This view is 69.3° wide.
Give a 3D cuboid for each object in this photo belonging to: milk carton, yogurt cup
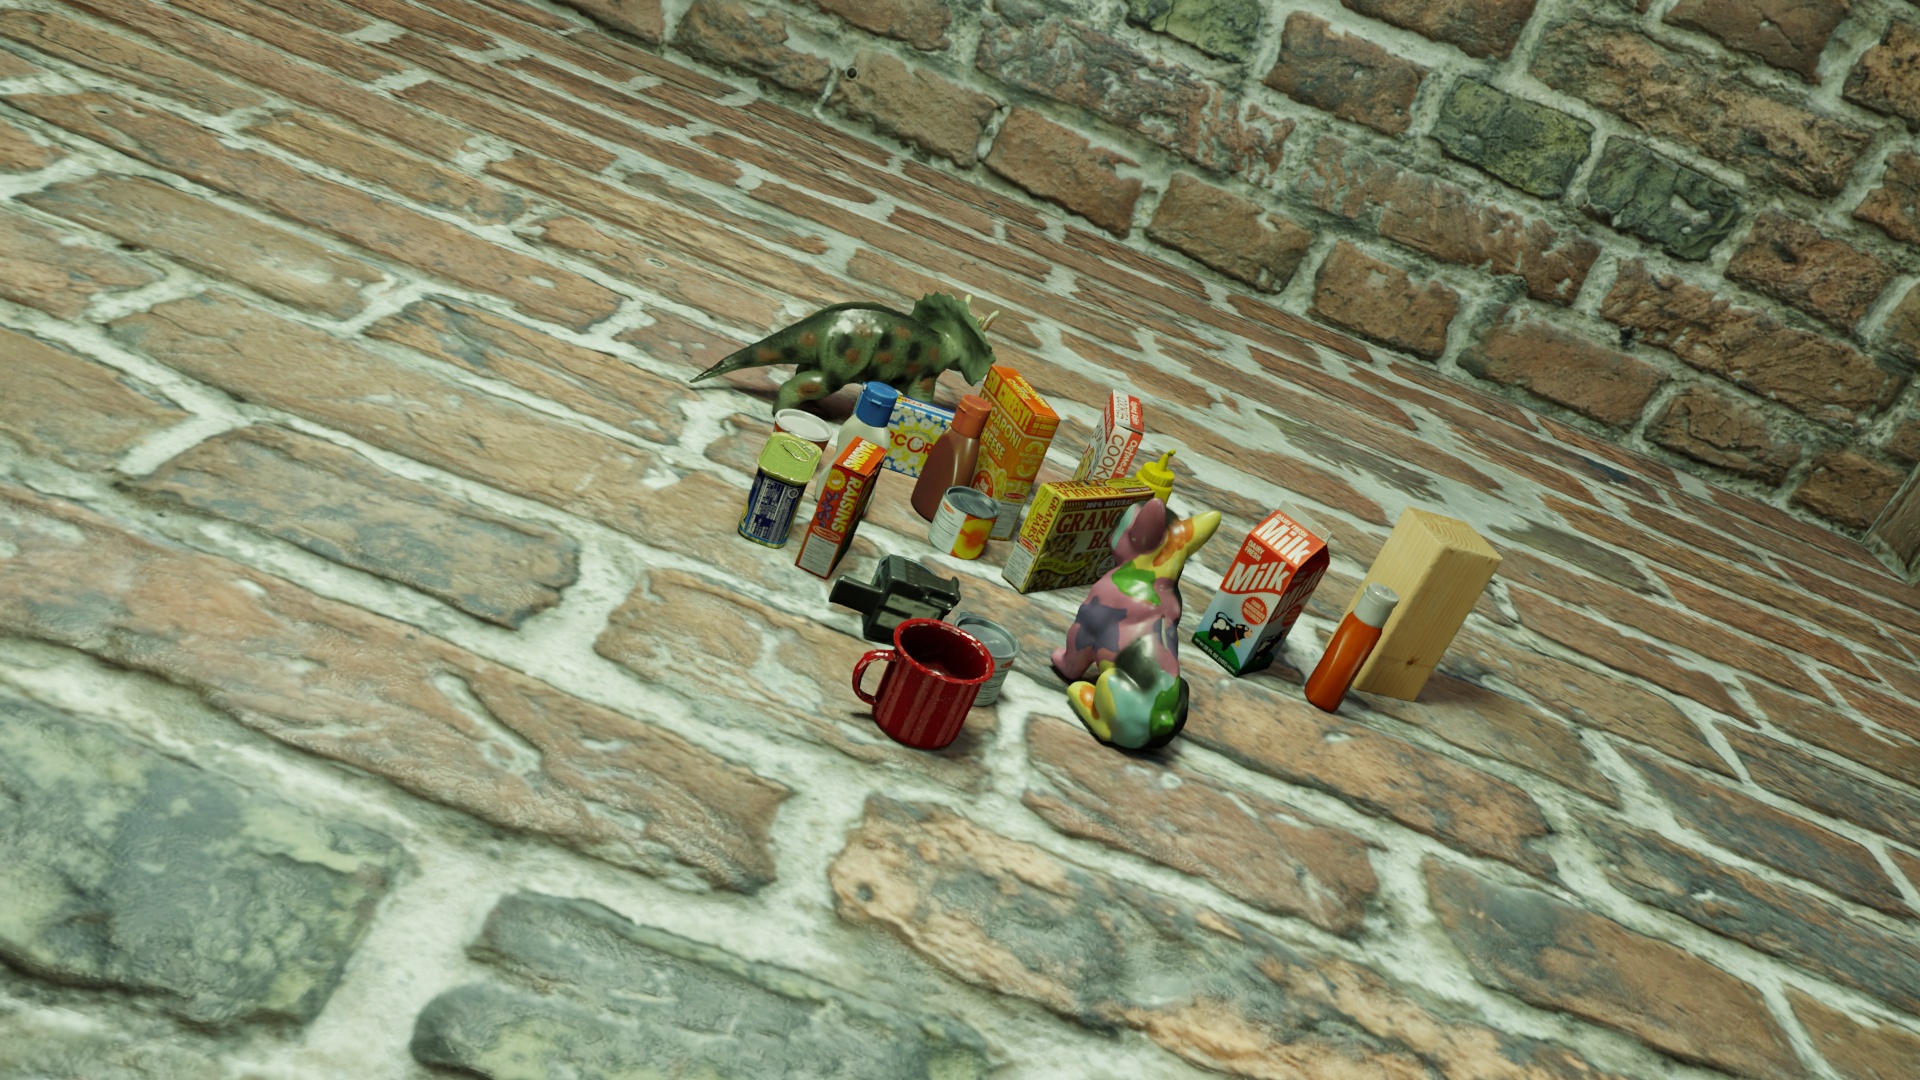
[{"bbox_3d":[0.339,0.052,1.535,0.073,0.189,0.072,-6,38,-46],"label":"milk carton"},{"bbox_3d":[-0.185,-0.110,1.575,0.072,0.053,0.073,19,25,-9],"label":"yogurt cup"}]

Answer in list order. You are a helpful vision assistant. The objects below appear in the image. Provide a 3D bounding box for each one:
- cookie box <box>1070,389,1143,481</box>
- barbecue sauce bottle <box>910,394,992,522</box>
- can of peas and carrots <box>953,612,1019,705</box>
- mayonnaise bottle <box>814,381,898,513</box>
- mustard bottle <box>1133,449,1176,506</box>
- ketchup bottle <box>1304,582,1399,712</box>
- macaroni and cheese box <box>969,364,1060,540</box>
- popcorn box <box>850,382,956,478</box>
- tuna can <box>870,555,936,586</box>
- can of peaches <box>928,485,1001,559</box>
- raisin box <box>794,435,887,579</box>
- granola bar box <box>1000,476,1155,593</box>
[{"bbox_3d":[0.172,-0.086,1.692,0.040,0.166,0.123,21,25,-5],"label":"cookie box"},{"bbox_3d":[-0.008,-0.093,1.579,0.044,0.147,0.065,-1,34,-41],"label":"barbecue sauce bottle"},{"bbox_3d":[0.013,0.111,1.302,0.071,0.058,0.071,19,25,-9],"label":"can of peas and carrots"},{"bbox_3d":[-0.108,-0.100,1.509,0.065,0.147,0.041,23,25,1],"label":"mayonnaise bottle"},{"bbox_3d":[0.216,-0.043,1.652,0.049,0.159,0.065,16,26,-15],"label":"mustard bottle"},{"bbox_3d":[0.433,0.116,1.536,0.043,0.148,0.065,27,25,7],"label":"ketchup bottle"},{"bbox_3d":[0.046,-0.103,1.621,0.040,0.165,0.124,7,30,-31],"label":"macaroni and cheese box"},{"bbox_3d":[-0.072,-0.128,1.668,0.127,0.084,0.038,17,26,-12],"label":"popcorn box"},{"bbox_3d":[-0.059,0.046,1.399,0.071,0.032,0.071,19,26,-9],"label":"tuna can"},{"bbox_3d":[0.006,-0.019,1.551,0.071,0.057,0.071,19,25,-9],"label":"can of peaches"},{"bbox_3d":[-0.119,-0.034,1.400,0.040,0.122,0.086,24,25,2],"label":"raisin box"},{"bbox_3d":[0.134,-0.008,1.557,0.166,0.123,0.039,-6,38,-46],"label":"granola bar box"}]
